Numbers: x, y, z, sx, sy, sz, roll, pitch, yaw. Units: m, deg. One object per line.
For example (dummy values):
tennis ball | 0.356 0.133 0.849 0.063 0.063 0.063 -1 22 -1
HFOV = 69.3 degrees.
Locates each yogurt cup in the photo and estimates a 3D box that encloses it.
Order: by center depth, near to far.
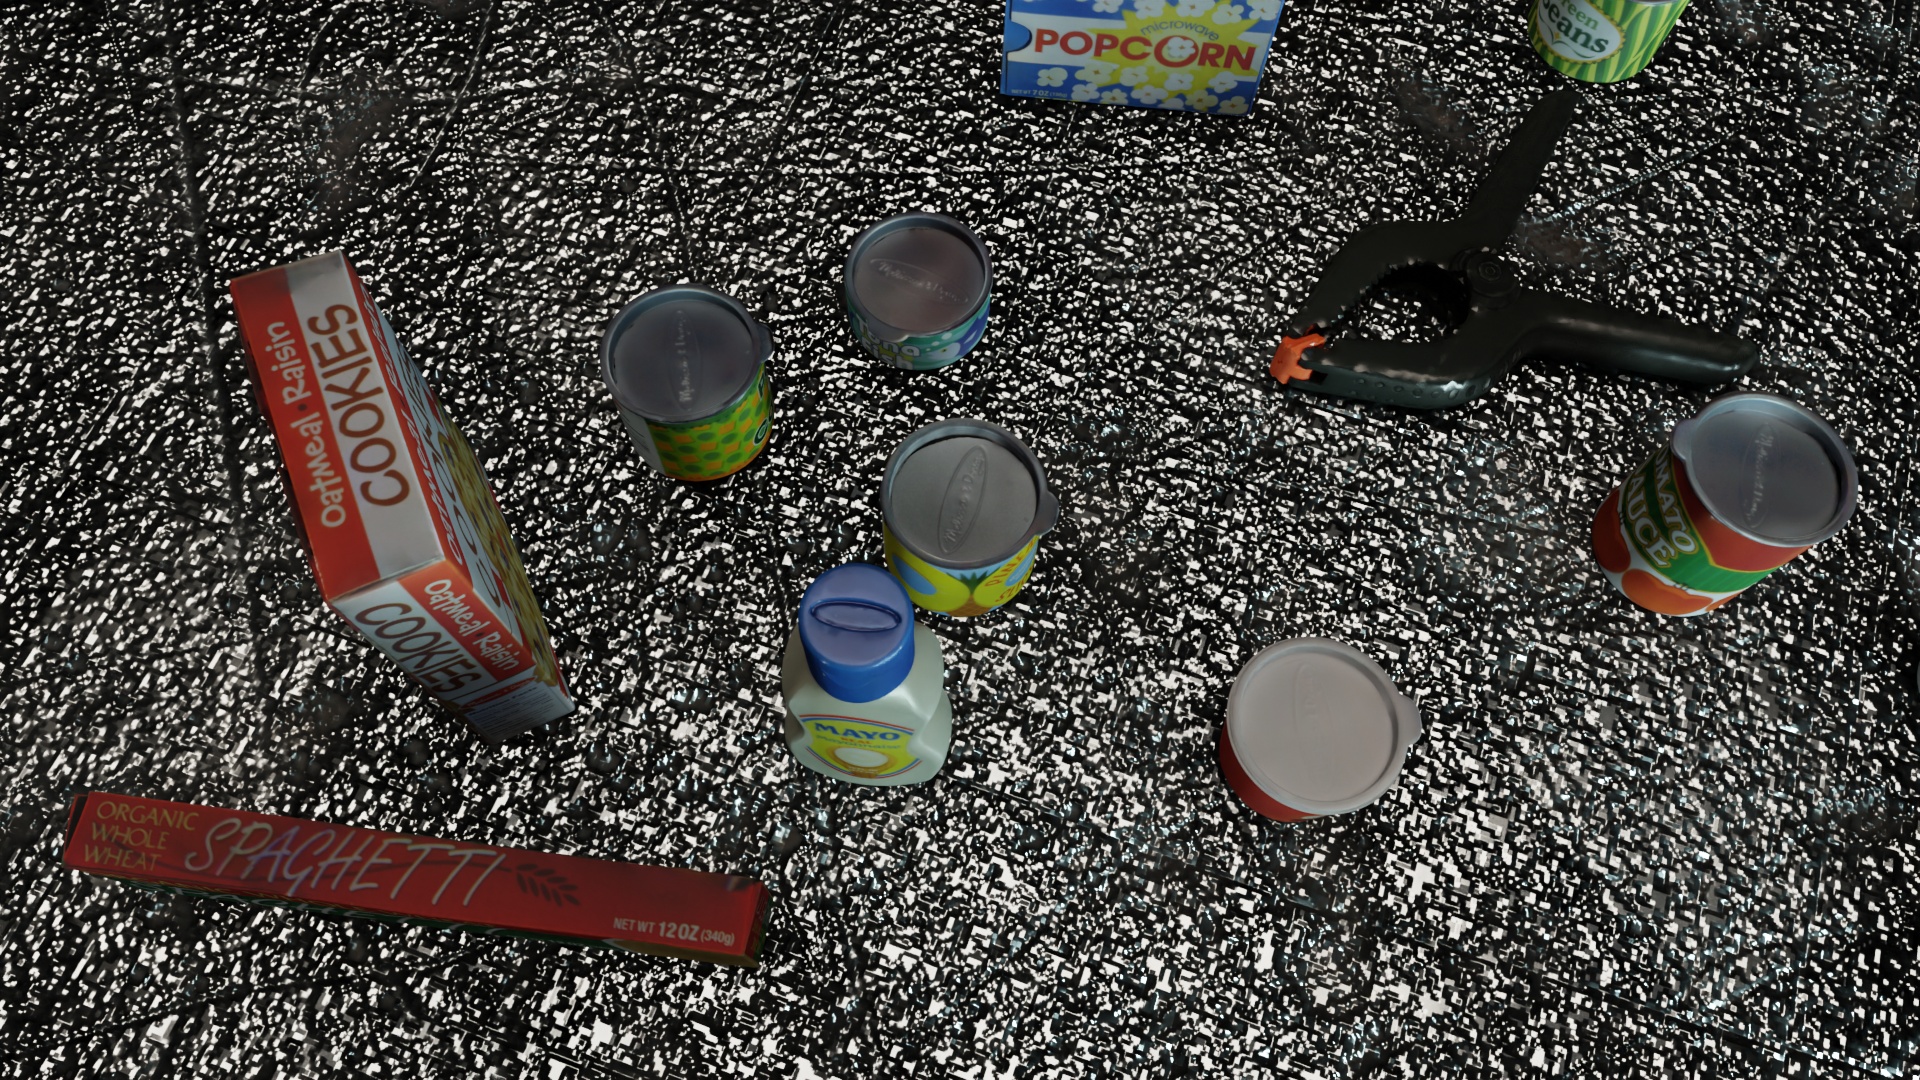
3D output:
yogurt cup | 0.133 0.077 0.539 0.072 0.053 0.072 1 67 -1

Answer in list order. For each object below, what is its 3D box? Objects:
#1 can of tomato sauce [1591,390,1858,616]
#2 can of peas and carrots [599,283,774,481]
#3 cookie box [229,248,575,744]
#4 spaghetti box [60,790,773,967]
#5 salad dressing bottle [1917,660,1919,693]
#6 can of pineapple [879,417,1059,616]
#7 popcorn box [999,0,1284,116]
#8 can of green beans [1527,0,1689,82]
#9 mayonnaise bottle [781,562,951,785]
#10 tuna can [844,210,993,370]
can of tomato sauce | 0.306 -0.013 0.567 0.071 0.082 0.071 1 67 -1
can of peas and carrots | -0.112 -0.067 0.592 0.071 0.058 0.071 1 67 -1
cookie box | -0.197 -0.007 0.505 0.040 0.166 0.123 -23 70 -11
spaghetti box | -0.196 0.126 0.511 0.250 0.050 0.029 7 67 1
salad dressing bottle | 0.424 0.036 0.514 0.044 0.147 0.064 -35 72 -15
can of pineapple | 0.002 -0.007 0.570 0.071 0.057 0.071 1 67 -1
popcorn box | 0.085 -0.249 0.661 0.127 0.085 0.038 5 67 1
can of green beans | 0.326 -0.273 0.692 0.071 0.057 0.071 1 67 -1
mayonnaise bottle | -0.035 0.051 0.495 0.065 0.147 0.041 7 67 1
tuna can | -0.020 -0.110 0.627 0.071 0.032 0.071 1 67 -1
